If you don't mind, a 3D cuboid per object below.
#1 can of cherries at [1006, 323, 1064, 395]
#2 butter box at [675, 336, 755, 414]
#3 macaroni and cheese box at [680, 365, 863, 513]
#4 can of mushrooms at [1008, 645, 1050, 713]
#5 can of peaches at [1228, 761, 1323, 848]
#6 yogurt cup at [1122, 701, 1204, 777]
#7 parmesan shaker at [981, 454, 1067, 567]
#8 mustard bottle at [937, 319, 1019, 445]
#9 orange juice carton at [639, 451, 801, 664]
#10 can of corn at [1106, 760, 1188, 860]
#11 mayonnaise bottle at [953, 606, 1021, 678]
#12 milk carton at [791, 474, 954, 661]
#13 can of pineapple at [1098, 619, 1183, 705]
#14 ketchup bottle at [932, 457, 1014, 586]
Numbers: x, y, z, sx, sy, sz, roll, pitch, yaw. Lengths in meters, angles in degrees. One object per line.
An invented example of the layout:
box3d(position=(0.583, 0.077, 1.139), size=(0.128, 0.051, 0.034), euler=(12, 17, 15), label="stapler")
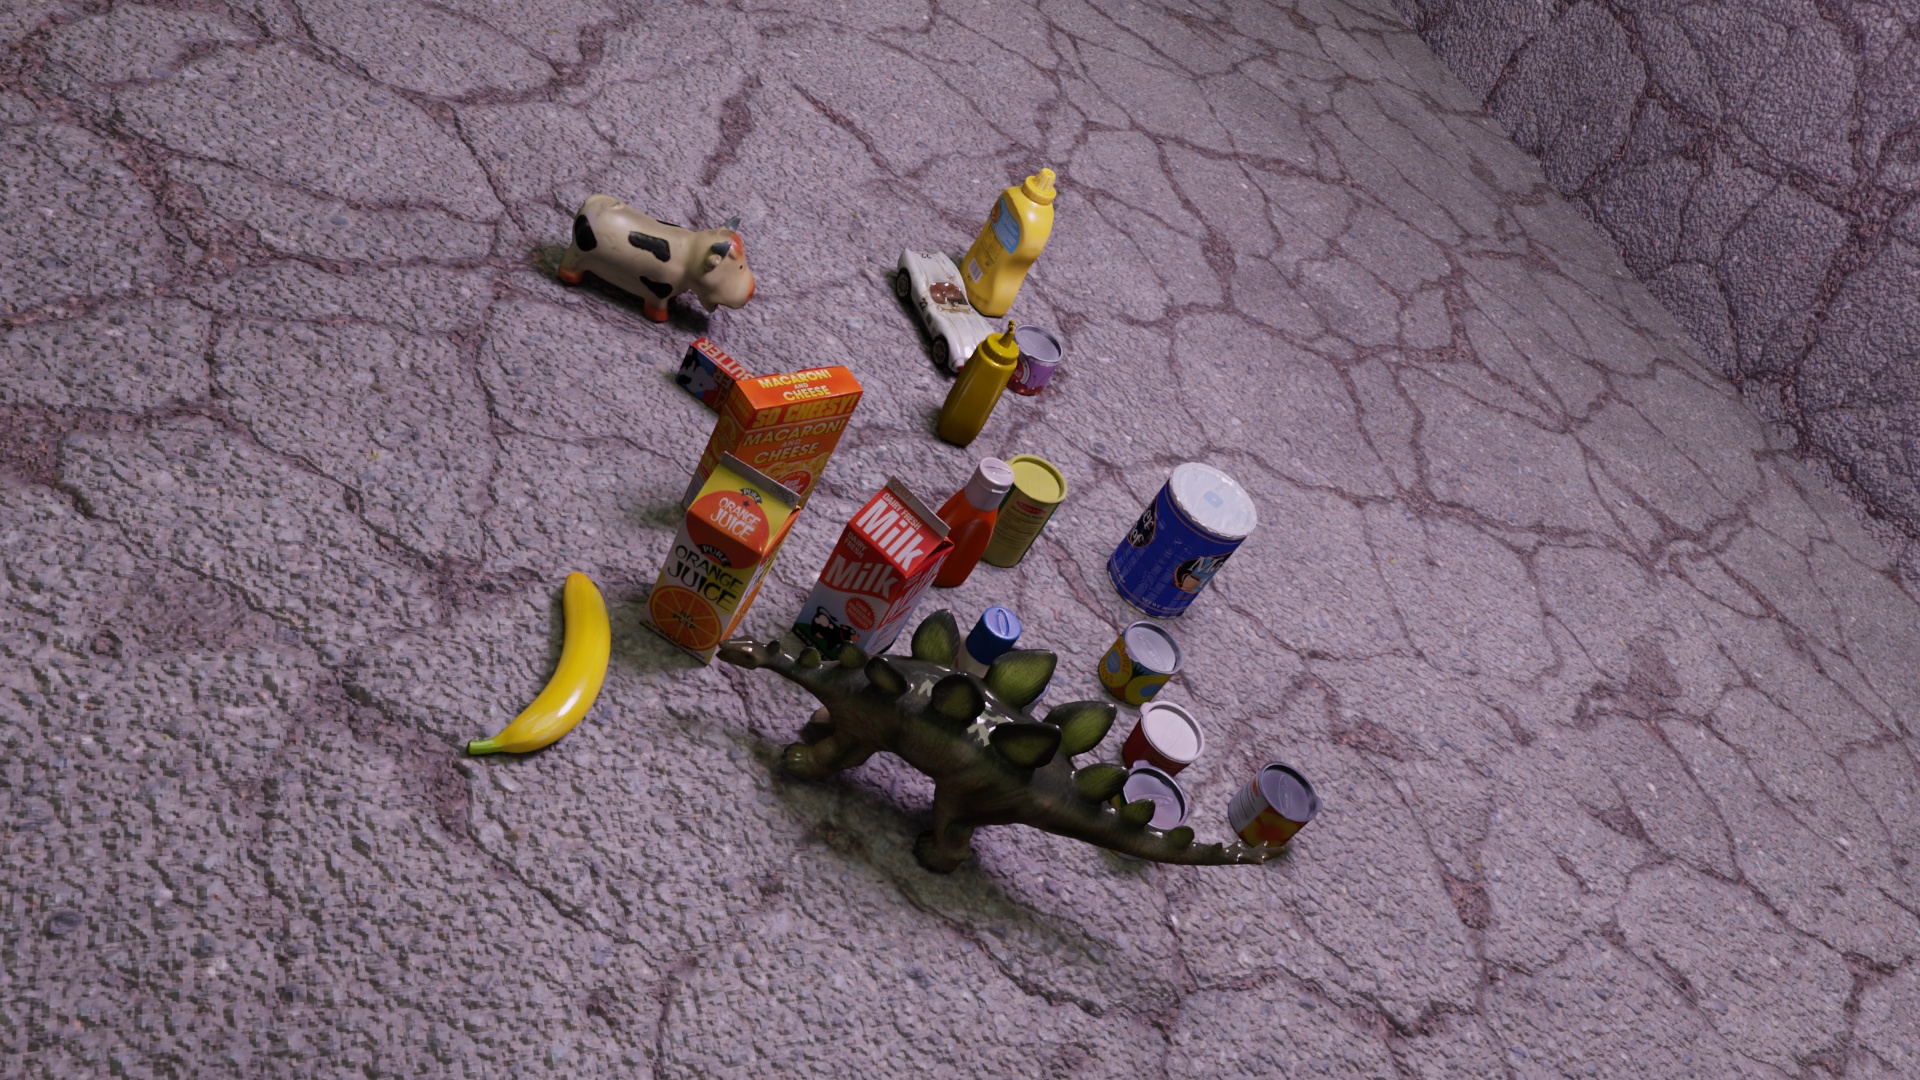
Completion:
box3d(position=(0.080, -0.215, 1.656), size=(0.071, 0.058, 0.072), euler=(18, 42, -17), label="can of cherries")
box3d(position=(-0.234, -0.153, 1.399), size=(0.103, 0.052, 0.024), euler=(37, 40, 6), label="butter box")
box3d(position=(-0.175, -0.085, 1.281), size=(0.124, 0.165, 0.040), euler=(-15, 59, -41), label="macaroni and cheese box")
box3d(position=(0.047, 0.131, 1.307), size=(0.071, 0.033, 0.071), euler=(18, 42, -17), label="can of mushrooms")
box3d(position=(0.300, 0.255, 1.324), size=(0.071, 0.057, 0.071), euler=(18, 42, -17), label="can of peaches")
box3d(position=(0.190, 0.195, 1.318), size=(0.072, 0.053, 0.073), euler=(18, 42, -17), label="yogurt cup")
box3d(position=(0.054, -0.031, 1.420), size=(0.071, 0.102, 0.072), euler=(18, 42, -17), label="parmesan shaker")
box3d(position=(0.025, -0.175, 1.503), size=(0.049, 0.159, 0.066), euler=(21, 41, -13), label="mustard bottle")
box3d(position=(-0.195, 0.009, 1.154), size=(0.072, 0.191, 0.073), euler=(32, 40, 0), label="orange juice carton")
box3d(position=(0.161, 0.243, 1.248), size=(0.071, 0.058, 0.071), euler=(18, 42, -17), label="can of corn")
box3d(position=(0.005, 0.115, 1.208), size=(0.041, 0.147, 0.065), euler=(12, 44, -23), label="mayonnaise bottle")
box3d(position=(-0.071, 0.029, 1.214), size=(0.072, 0.189, 0.074), euler=(43, 41, 12), label="milk carton")
box3d(position=(0.177, 0.122, 1.381), size=(0.071, 0.057, 0.071), euler=(18, 42, -17), label="can of pineapple")
box3d(position=(0.005, -0.017, 1.340), size=(0.065, 0.148, 0.044), euler=(10, 45, -25), label="ketchup bottle")
